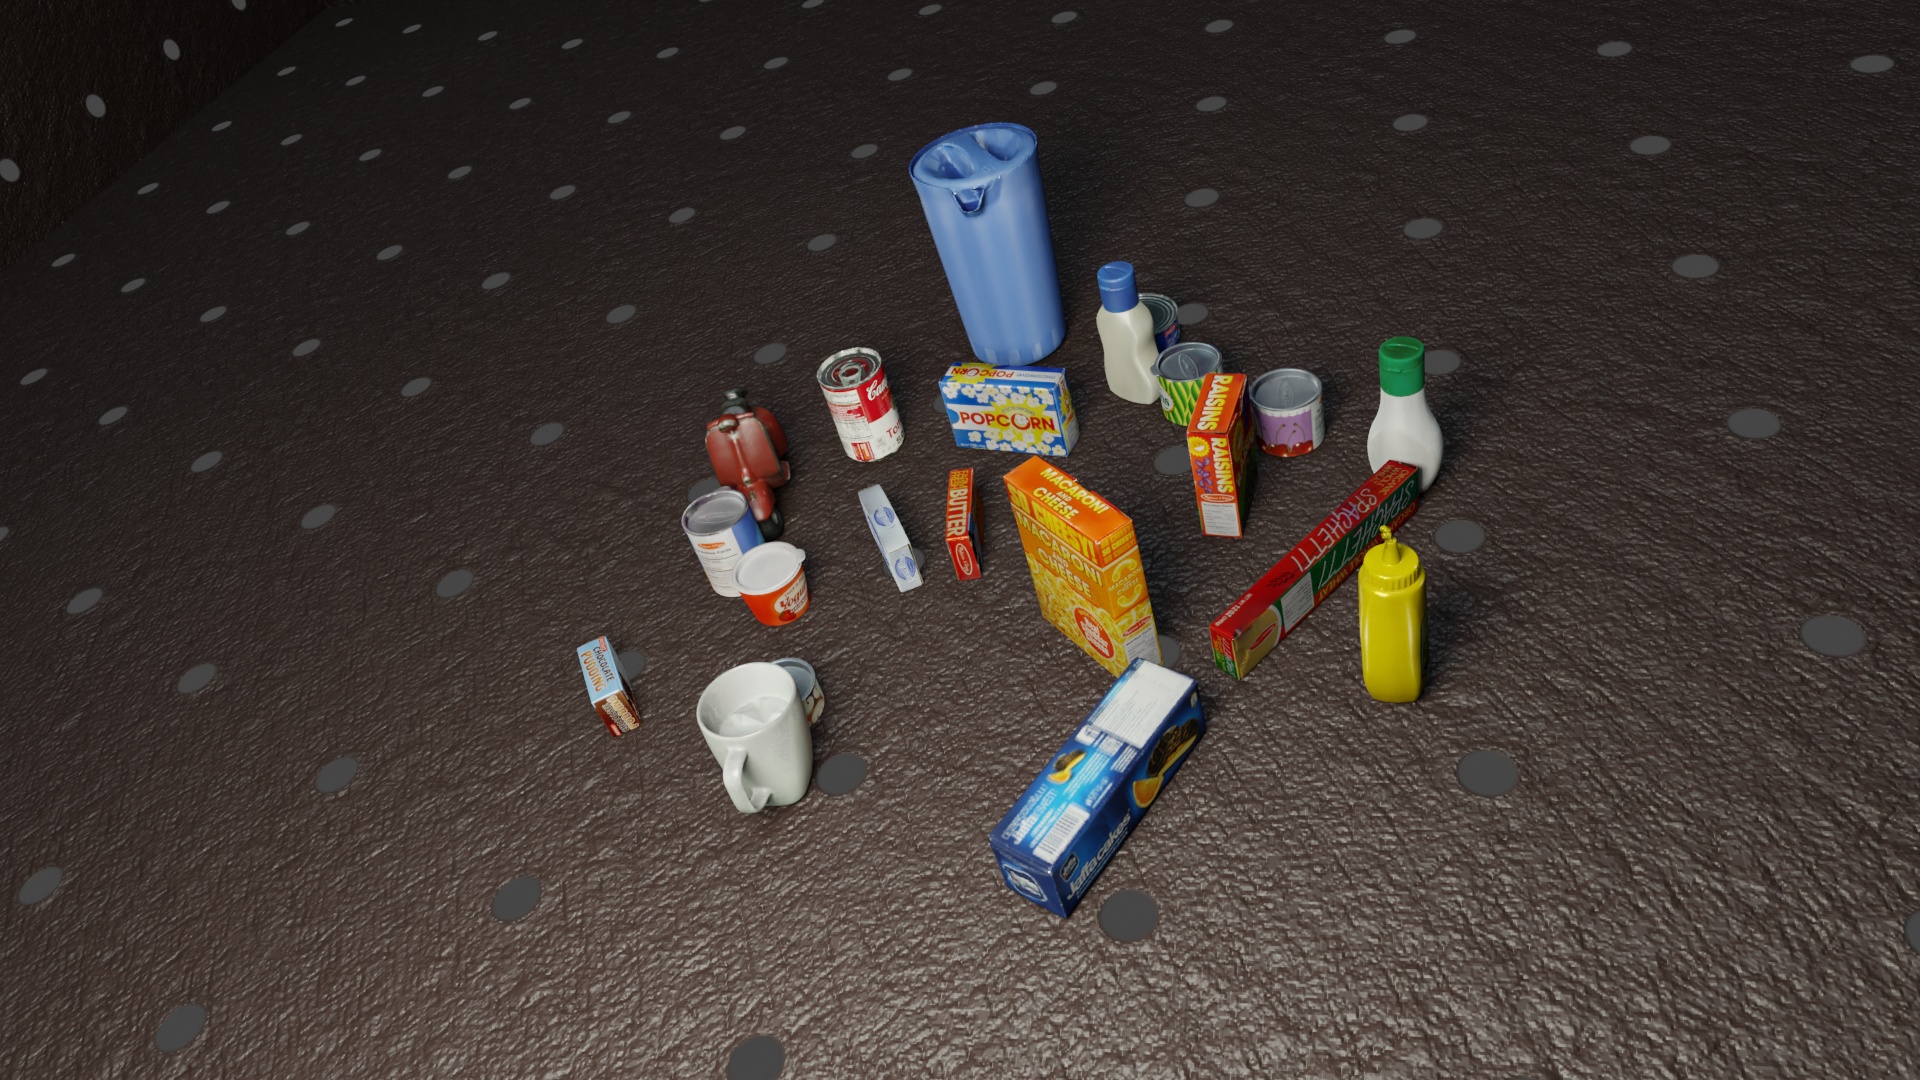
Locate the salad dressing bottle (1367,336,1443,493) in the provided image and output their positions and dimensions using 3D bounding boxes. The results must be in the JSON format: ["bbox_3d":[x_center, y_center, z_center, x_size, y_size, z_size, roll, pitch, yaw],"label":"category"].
[{"bbox_3d":[0.384,-0.106,1.201,0.064,0.147,0.044,14,49,32],"label":"salad dressing bottle"}]

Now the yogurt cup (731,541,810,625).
[{"bbox_3d":[-0.174,0.043,1.300,0.072,0.053,0.073,-10,41,9],"label":"yogurt cup"}]

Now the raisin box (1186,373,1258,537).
[{"bbox_3d":[0.235,-0.076,1.237,0.040,0.122,0.086,4,45,24],"label":"raisin box"}]

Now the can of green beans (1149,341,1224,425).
[{"bbox_3d":[0.230,-0.156,1.380,0.071,0.057,0.071,-10,41,9],"label":"can of green beans"}]

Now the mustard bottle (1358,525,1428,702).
[{"bbox_3d":[0.322,0.051,1.034,0.049,0.159,0.066,2,44,22],"label":"mustard bottle"}]

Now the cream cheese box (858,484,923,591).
[{"bbox_3d":[-0.066,-0.003,1.314,0.024,0.053,0.104,-23,40,-6],"label":"cream cheese box"}]

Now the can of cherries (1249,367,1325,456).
[{"bbox_3d":[0.307,-0.121,1.313,0.071,0.058,0.072,-10,41,9],"label":"can of cherries"}]

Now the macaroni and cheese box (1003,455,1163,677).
[{"bbox_3d":[0.102,0.025,1.137,0.040,0.165,0.124,-33,43,-18],"label":"macaroni and cheese box"}]

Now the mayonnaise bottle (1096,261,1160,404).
[{"bbox_3d":[0.167,-0.208,1.391,0.065,0.147,0.041,26,57,40],"label":"mayonnaise bottle"}]

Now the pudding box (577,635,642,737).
[{"bbox_3d":[-0.317,0.131,1.253,0.030,0.049,0.084,-25,41,-9],"label":"pudding box"}]

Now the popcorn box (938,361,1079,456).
[{"bbox_3d":[0.050,-0.132,1.395,0.127,0.084,0.038,7,46,26],"label":"popcorn box"}]

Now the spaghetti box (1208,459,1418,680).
[{"bbox_3d":[0.300,0.020,1.162,0.251,0.050,0.029,-39,44,-23],"label":"spaghetti box"}]

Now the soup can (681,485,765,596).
[{"bbox_3d":[-0.223,0.001,1.341,0.071,0.083,0.072,-10,41,9],"label":"soup can"}]

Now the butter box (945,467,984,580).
[{"bbox_3d":[0.005,-0.016,1.305,0.024,0.053,0.104,-9,41,10],"label":"butter box"}]

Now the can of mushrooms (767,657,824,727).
[{"bbox_3d":[-0.155,0.138,1.201,0.071,0.033,0.071,-10,41,9],"label":"can of mushrooms"}]
